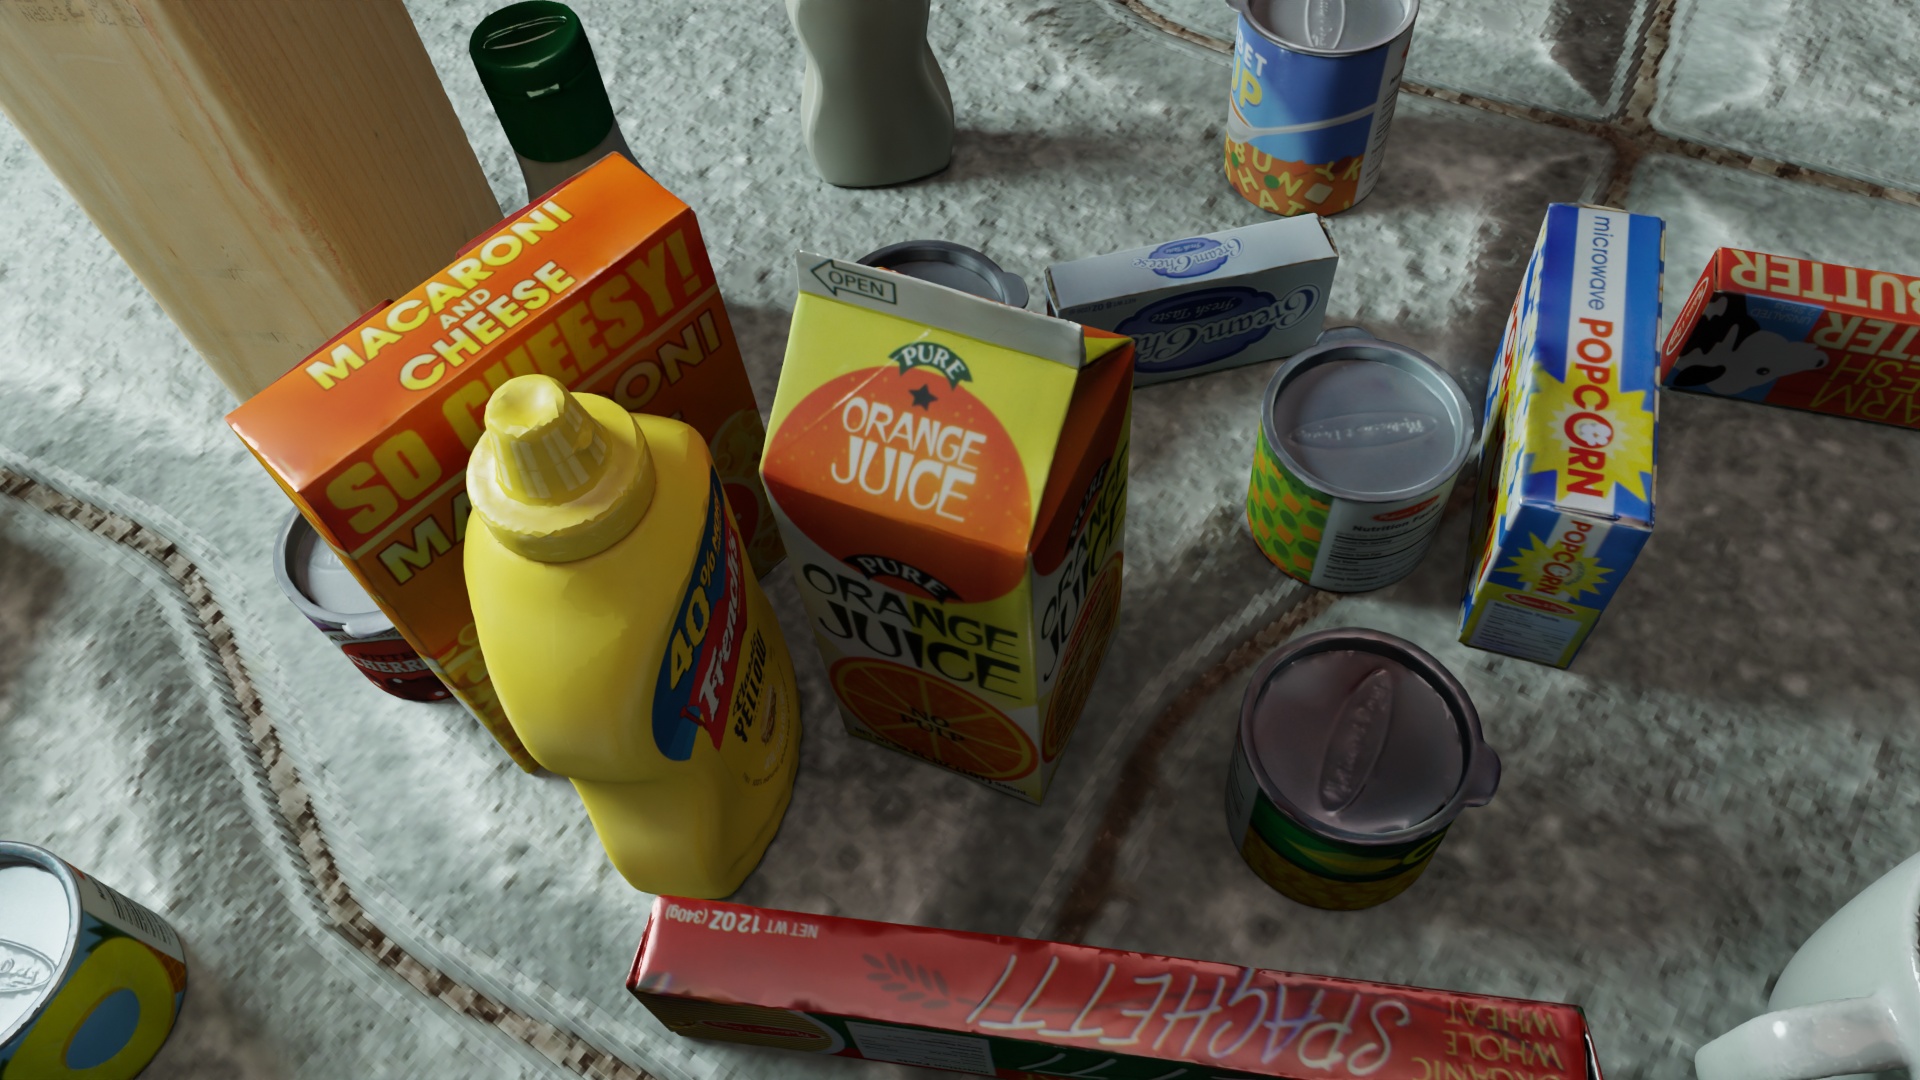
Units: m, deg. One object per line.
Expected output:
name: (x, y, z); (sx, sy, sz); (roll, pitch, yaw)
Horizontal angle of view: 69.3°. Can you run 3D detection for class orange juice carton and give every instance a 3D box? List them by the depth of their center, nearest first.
orange juice carton: (0.001, -0.005, 0.385); (0.072, 0.191, 0.073); (18, 61, 16)

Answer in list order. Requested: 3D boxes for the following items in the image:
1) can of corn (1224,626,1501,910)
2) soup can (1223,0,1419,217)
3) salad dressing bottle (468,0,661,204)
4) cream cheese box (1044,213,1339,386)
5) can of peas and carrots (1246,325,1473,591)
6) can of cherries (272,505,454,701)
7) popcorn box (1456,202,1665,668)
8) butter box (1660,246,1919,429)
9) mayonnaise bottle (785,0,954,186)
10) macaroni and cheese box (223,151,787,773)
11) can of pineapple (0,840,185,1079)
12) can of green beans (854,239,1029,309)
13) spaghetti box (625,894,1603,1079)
can of corn: (0.115, 0.069, 0.407); (0.071, 0.058, 0.071); (-2, 57, 3)
soup can: (0.138, -0.182, 0.553); (0.071, 0.083, 0.072); (-2, 57, 3)
salad dressing bottle: (-0.131, -0.120, 0.497); (0.064, 0.147, 0.044); (-19, 58, -7)
cream cheese box: (0.083, -0.085, 0.513); (0.104, 0.053, 0.024); (-12, 57, -3)
can of peas and carrots: (0.131, -0.026, 0.468); (0.071, 0.058, 0.071); (-2, 57, 3)
can of cherries: (-0.185, 0.015, 0.467); (0.071, 0.058, 0.072); (-2, 57, 3)
popcorn box: (0.195, -0.035, 0.452); (0.038, 0.084, 0.127); (12, 59, 12)
butter box: (0.308, -0.069, 0.484); (0.103, 0.053, 0.024); (12, 59, 12)
mayonnaise bottle: (-0.039, -0.207, 0.546); (0.065, 0.147, 0.041); (-8, 57, 0)
macaroni and cheese box: (-0.119, -0.015, 0.417); (0.040, 0.165, 0.124); (38, 67, 25)
can of pineapple: (-0.272, 0.129, 0.400); (0.071, 0.057, 0.071); (-2, 57, 3)
can of green beans: (-0.012, -0.065, 0.505); (0.071, 0.057, 0.071); (-2, 57, 3)
spaghetti box: (0.038, 0.131, 0.378); (0.250, 0.050, 0.029); (5, 58, 8)
